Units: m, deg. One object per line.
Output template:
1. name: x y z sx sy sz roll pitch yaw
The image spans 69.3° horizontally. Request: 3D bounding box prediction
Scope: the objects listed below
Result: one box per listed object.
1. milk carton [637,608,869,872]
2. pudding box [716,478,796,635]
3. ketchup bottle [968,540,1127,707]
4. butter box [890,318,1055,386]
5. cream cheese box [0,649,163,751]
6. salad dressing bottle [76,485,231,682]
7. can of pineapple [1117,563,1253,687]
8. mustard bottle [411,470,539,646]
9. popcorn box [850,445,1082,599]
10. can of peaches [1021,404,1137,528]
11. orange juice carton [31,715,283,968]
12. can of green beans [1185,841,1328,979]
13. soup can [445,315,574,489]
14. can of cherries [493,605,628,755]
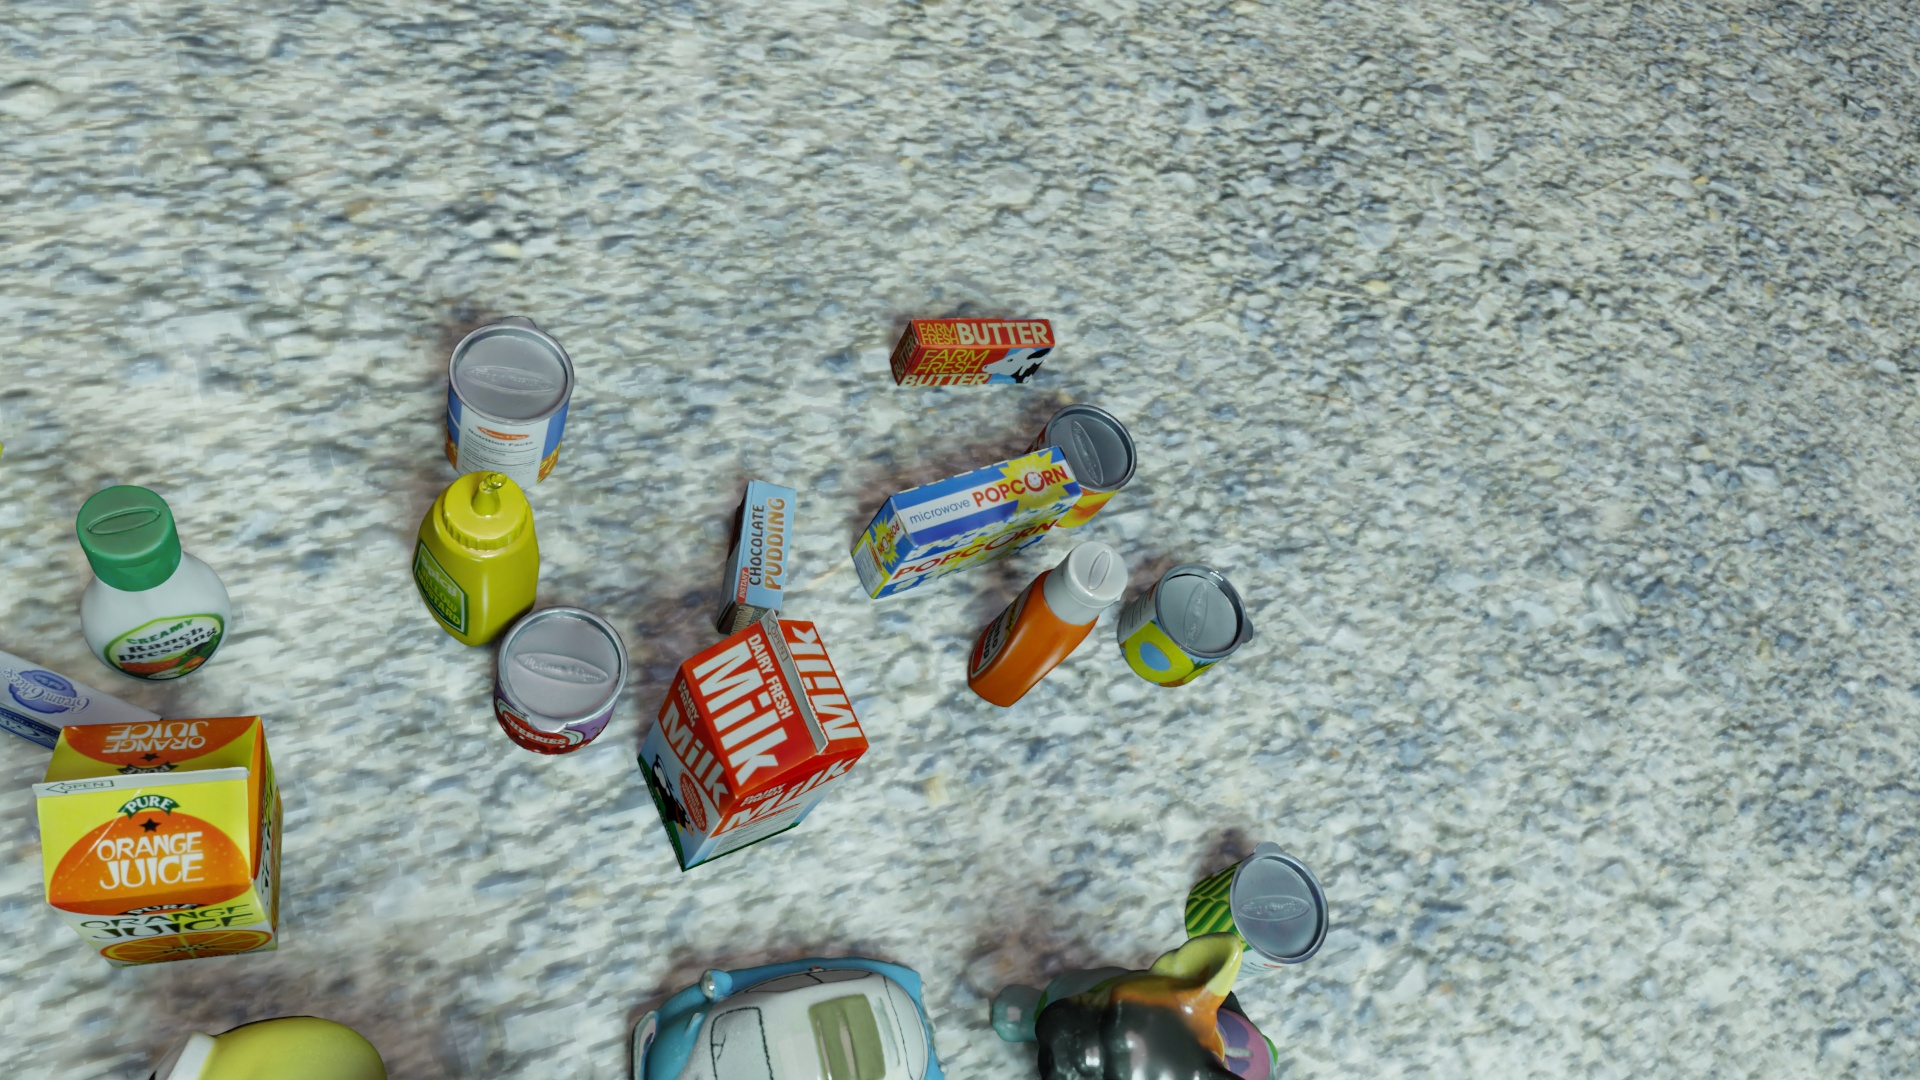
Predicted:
1. milk carton: -0.105 0.101 0.704 0.074 0.189 0.072 -17 72 -28
2. pudding box: -0.122 0.011 0.828 0.030 0.049 0.084 12 60 -16
3. ketchup bottle: 0.052 0.047 0.820 0.043 0.148 0.065 29 57 -6
4. butter box: 0.008 -0.129 0.950 0.104 0.053 0.024 -4 66 -24
5. cream cheese box: -0.433 0.082 0.663 0.104 0.053 0.024 25 58 -8
6. salad dressing bottle: -0.385 0.022 0.657 0.064 0.147 0.044 -18 73 -29
7. can of pineapple: 0.145 0.058 0.907 0.071 0.057 0.071 9 61 -18
8. mustard bottle: -0.248 0.002 0.715 0.065 0.159 0.049 48 57 6
9. popcorn box: 0.003 -0.011 0.868 0.127 0.085 0.038 -18 73 -29
10. can of peaches: 0.074 -0.049 0.933 0.071 0.057 0.071 9 61 -18
11. orange juice carton: -0.336 0.127 0.595 0.072 0.191 0.073 0 65 -22
12. can of green beans: 0.177 0.225 0.834 0.071 0.057 0.071 9 61 -18
13. soup can: -0.259 -0.077 0.797 0.071 0.083 0.071 9 61 -18
14. can of cherries: -0.218 0.078 0.749 0.071 0.058 0.072 9 61 -18
